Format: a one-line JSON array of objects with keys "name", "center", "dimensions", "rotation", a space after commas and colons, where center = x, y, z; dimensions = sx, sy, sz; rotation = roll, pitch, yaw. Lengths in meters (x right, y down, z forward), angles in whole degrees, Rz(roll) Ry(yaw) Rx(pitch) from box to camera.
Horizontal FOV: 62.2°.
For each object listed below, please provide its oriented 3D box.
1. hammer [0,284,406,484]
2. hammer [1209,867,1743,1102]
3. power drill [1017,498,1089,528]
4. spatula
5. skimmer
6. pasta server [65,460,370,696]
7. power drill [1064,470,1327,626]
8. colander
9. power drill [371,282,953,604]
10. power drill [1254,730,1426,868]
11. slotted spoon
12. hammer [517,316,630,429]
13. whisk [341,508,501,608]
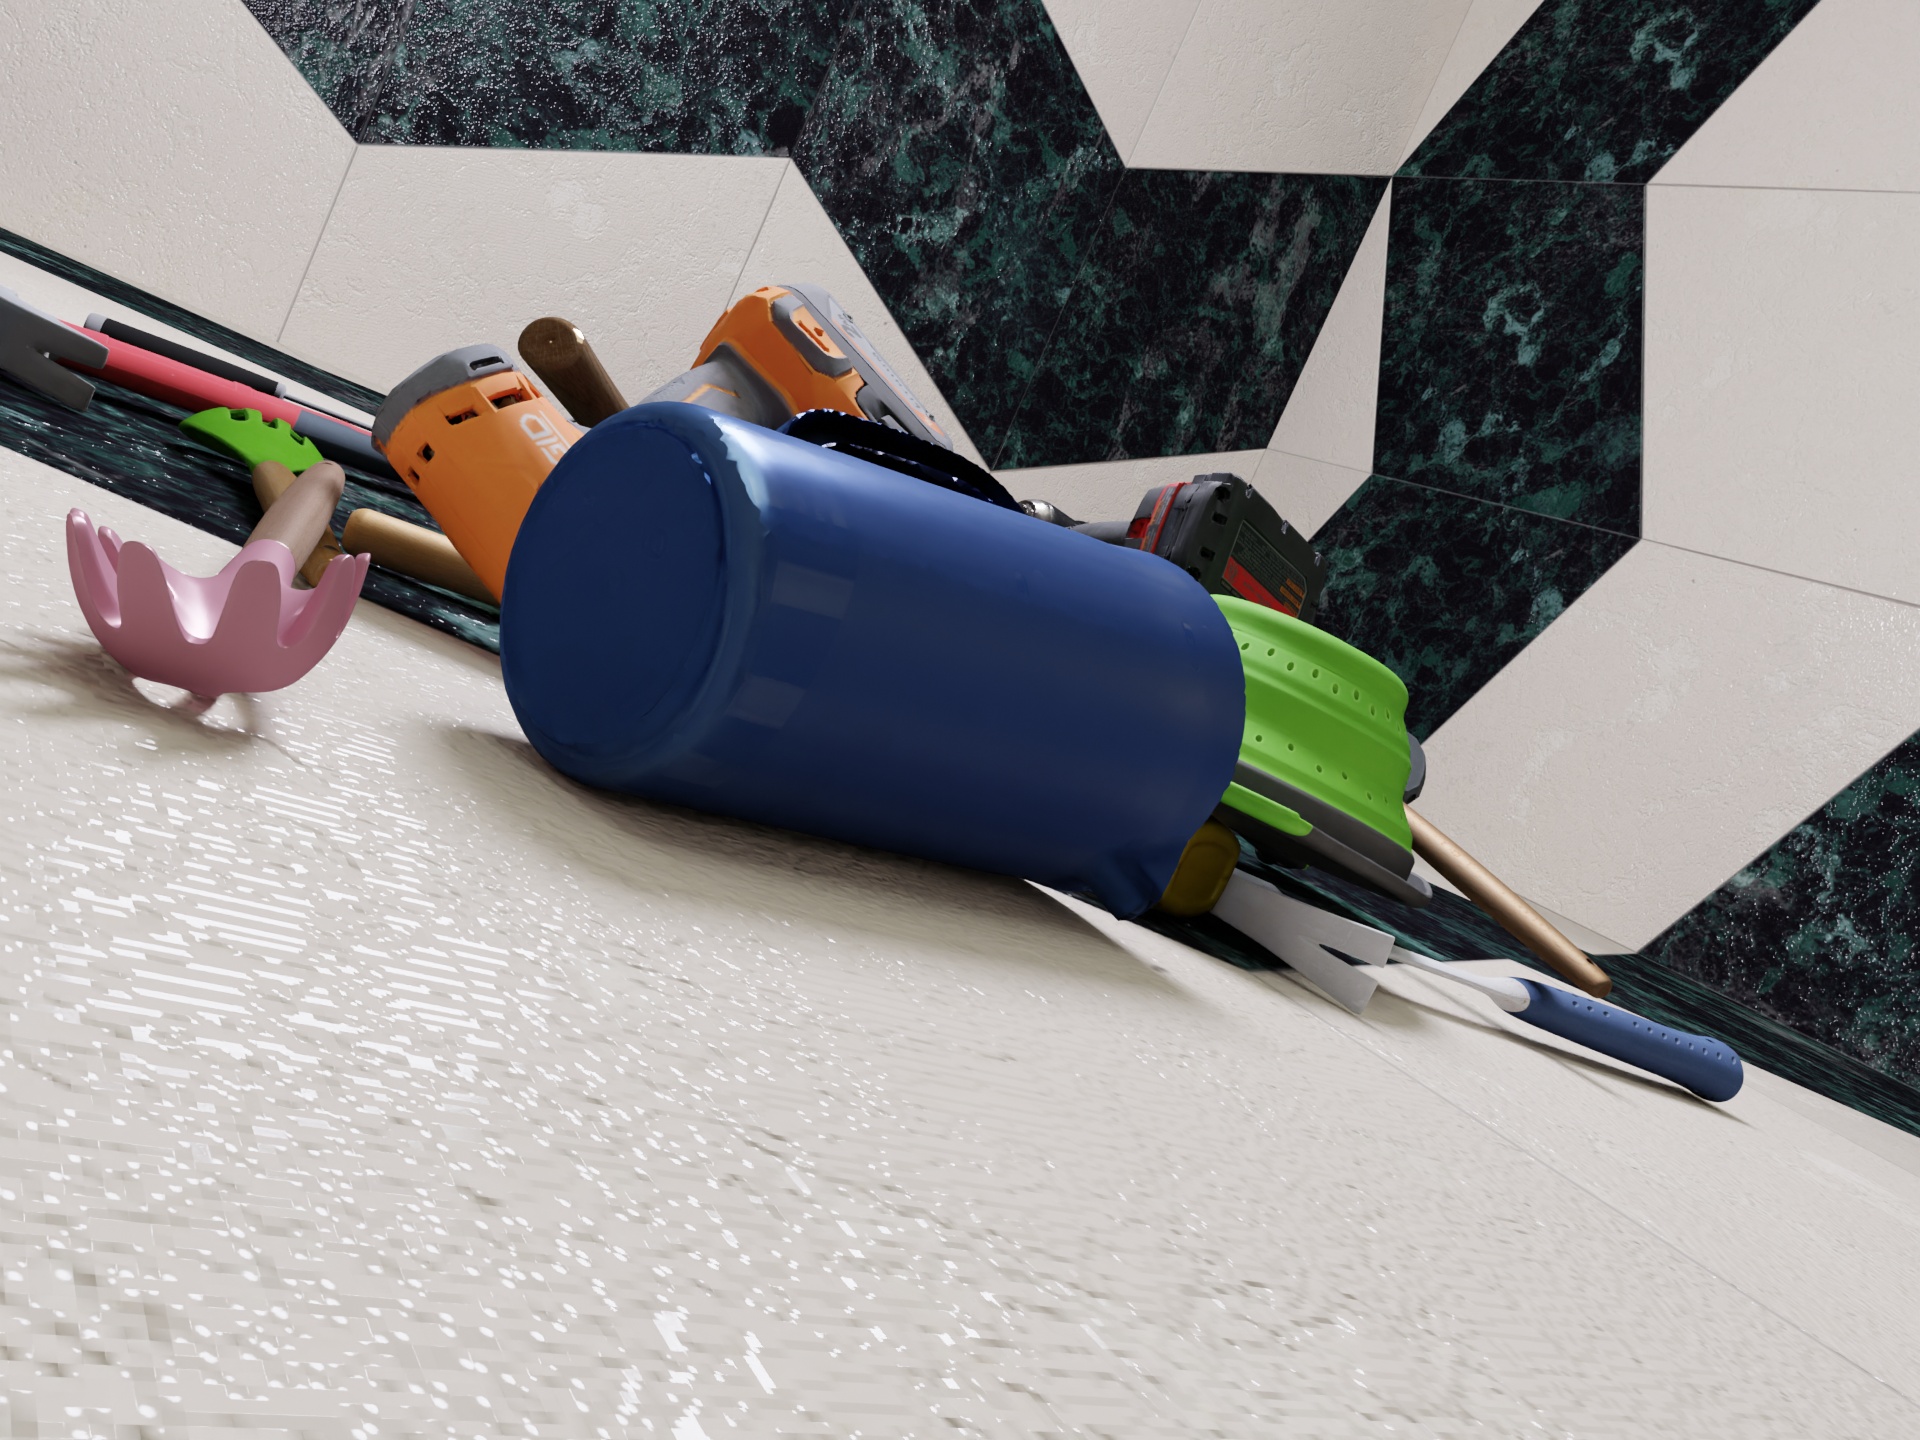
[{"name": "hammer", "center": [-0.372, -0.163, 0.902], "dimensions": [0.143, 0.038, 0.386], "rotation": [28, 5, 24]}, {"name": "hammer", "center": [0.270, 0.137, 0.791], "dimensions": [0.405, 0.035, 0.144], "rotation": [22, 5, -32]}, {"name": "power drill", "center": [0.043, -0.093, 1.117], "dimensions": [0.185, 0.084, 0.226], "rotation": [29, -18, -39]}, {"name": "spatula", "center": [0.251, 0.046, 0.890], "dimensions": [0.082, 0.044, 0.318], "rotation": [16, 21, -34]}, {"name": "skimmer", "center": [-0.408, -0.226, 1.117], "dimensions": [0.363, 0.090, 0.127], "rotation": [19, -31, -22]}, {"name": "pasta server", "center": [-0.198, -0.058, 0.464], "dimensions": [0.060, 0.040, 0.316], "rotation": [8, 13, -19]}, {"name": "power drill", "center": [0.088, -0.079, 0.910], "dimensions": [0.220, 0.078, 0.143], "rotation": [7, -20, 46]}, {"name": "colander", "center": [0.167, 0.017, 0.829], "dimensions": [0.204, 0.094, 0.396], "rotation": [26, -1, 20]}, {"name": "power drill", "center": [-0.101, -0.090, 0.649], "dimensions": [0.164, 0.084, 0.226], "rotation": [51, 39, 4]}, {"name": "power drill", "center": [0.171, 0.026, 1.066], "dimensions": [0.223, 0.080, 0.171], "rotation": [24, -31, -7]}, {"name": "slotted spoon", "center": [-0.283, -0.096, 0.665], "dimensions": [0.070, 0.031, 0.314], "rotation": [19, 8, -33]}, {"name": "hammer", "center": [-0.155, -0.114, 0.881], "dimensions": [0.130, 0.031, 0.331], "rotation": [26, -14, 20]}, {"name": "whisk", "center": [-0.140, -0.042, 0.685], "dimensions": [0.244, 0.051, 0.047], "rotation": [20, 11, -18]}]
